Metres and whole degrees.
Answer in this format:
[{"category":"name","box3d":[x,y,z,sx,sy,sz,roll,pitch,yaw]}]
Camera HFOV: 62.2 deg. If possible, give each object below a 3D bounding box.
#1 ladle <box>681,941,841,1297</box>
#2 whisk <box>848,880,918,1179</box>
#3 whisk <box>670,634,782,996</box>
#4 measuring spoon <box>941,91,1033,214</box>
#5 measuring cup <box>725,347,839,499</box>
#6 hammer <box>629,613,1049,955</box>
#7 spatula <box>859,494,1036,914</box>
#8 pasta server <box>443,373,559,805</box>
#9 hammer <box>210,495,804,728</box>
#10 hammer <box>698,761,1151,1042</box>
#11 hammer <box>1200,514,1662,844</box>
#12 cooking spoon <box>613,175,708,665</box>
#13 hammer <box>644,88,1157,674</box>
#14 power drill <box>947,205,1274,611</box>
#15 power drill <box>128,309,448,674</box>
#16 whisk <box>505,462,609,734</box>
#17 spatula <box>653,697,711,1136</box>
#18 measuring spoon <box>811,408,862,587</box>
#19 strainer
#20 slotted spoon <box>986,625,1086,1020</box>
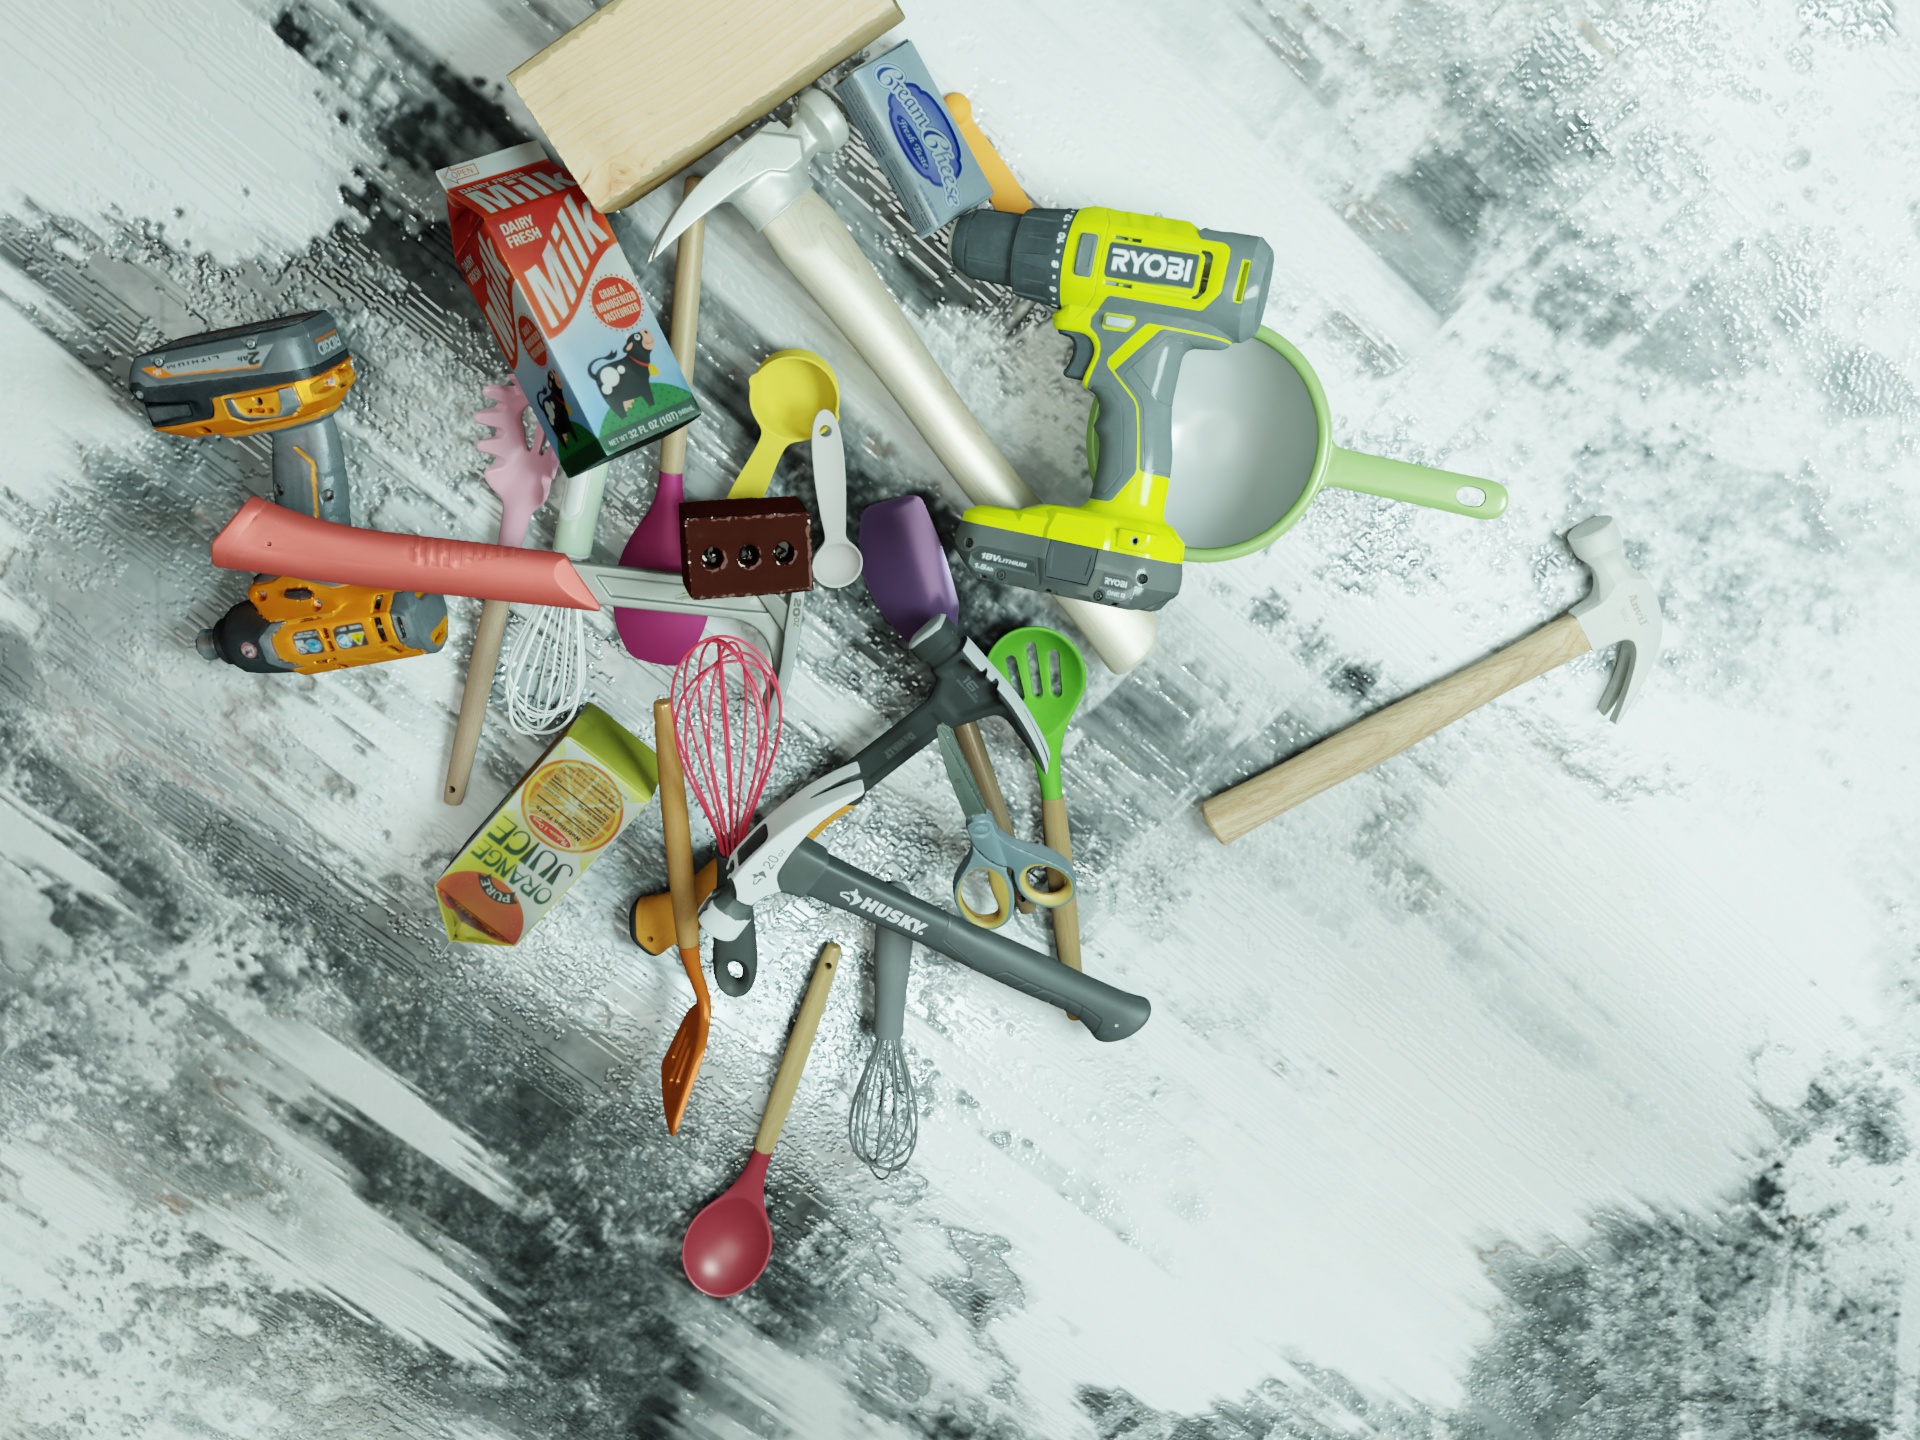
[{"category":"ladle","box3d":[-0.144,0.305,1.212,0.069,0.031,0.315,18,108,-8]},{"category":"whisk","box3d":[-0.053,0.230,1.173,0.055,0.055,0.239,4,107,-1]},{"category":"whisk","box3d":[-0.153,0.071,1.060,0.073,0.073,0.295,3,122,0]},{"category":"measuring spoon","box3d":[0.023,-0.333,0.981,0.021,0.011,0.116,-30,107,11]},{"category":"measuring cup","box3d":[-0.129,-0.174,1.040,0.062,0.029,0.156,23,121,-16]},{"category":"hammer","box3d":[-0.099,0.070,1.105,0.337,0.034,0.127,-36,105,19]},{"category":"spatula","box3d":[-0.002,-0.004,1.100,0.060,0.018,0.315,-13,109,18]},{"category":"pasta server","box3d":[-0.314,-0.079,1.067,0.060,0.040,0.316,21,111,6]},{"category":"hammer","box3d":[-0.279,-0.083,1.012,0.359,0.037,0.149,5,108,-16]},{"category":"hammer","box3d":[0.000,0.145,1.090,0.334,0.035,0.146,28,113,-26]},{"category":"hammer","box3d":[0.319,-0.003,1.088,0.331,0.031,0.130,-30,107,11]},{"category":"cooking spoon","box3d":[-0.186,-0.187,1.033,0.069,0.017,0.318,11,109,7]},{"category":"hammer","box3d":[-0.016,-0.182,1.004,0.146,0.038,0.410,-43,108,-10]},{"category":"power drill","box3d":[0.070,-0.191,0.952,0.190,0.080,0.228,13,98,13]},{"category":"power drill","box3d":[-0.444,-0.135,1.027,0.164,0.084,0.226,-10,114,4]},{"category":"whisk","box3d":[-0.260,-0.104,1.054,0.058,0.059,0.246,22,107,22]},{"category":"spatula","box3d":[-0.199,0.135,1.095,0.041,0.081,0.322,-7,115,-13]},{"category":"measuring spoon","box3d":[-0.085,-0.146,1.039,0.034,0.018,0.124,-10,121,-13]},{"category":"strainer","box3d":[0.208,-0.163,0.990,0.256,0.069,0.151,15,102,13]},{"category":"slotted spoon","box3d":[0.065,0.077,1.125,0.070,0.031,0.313,-6,112,3]}]
